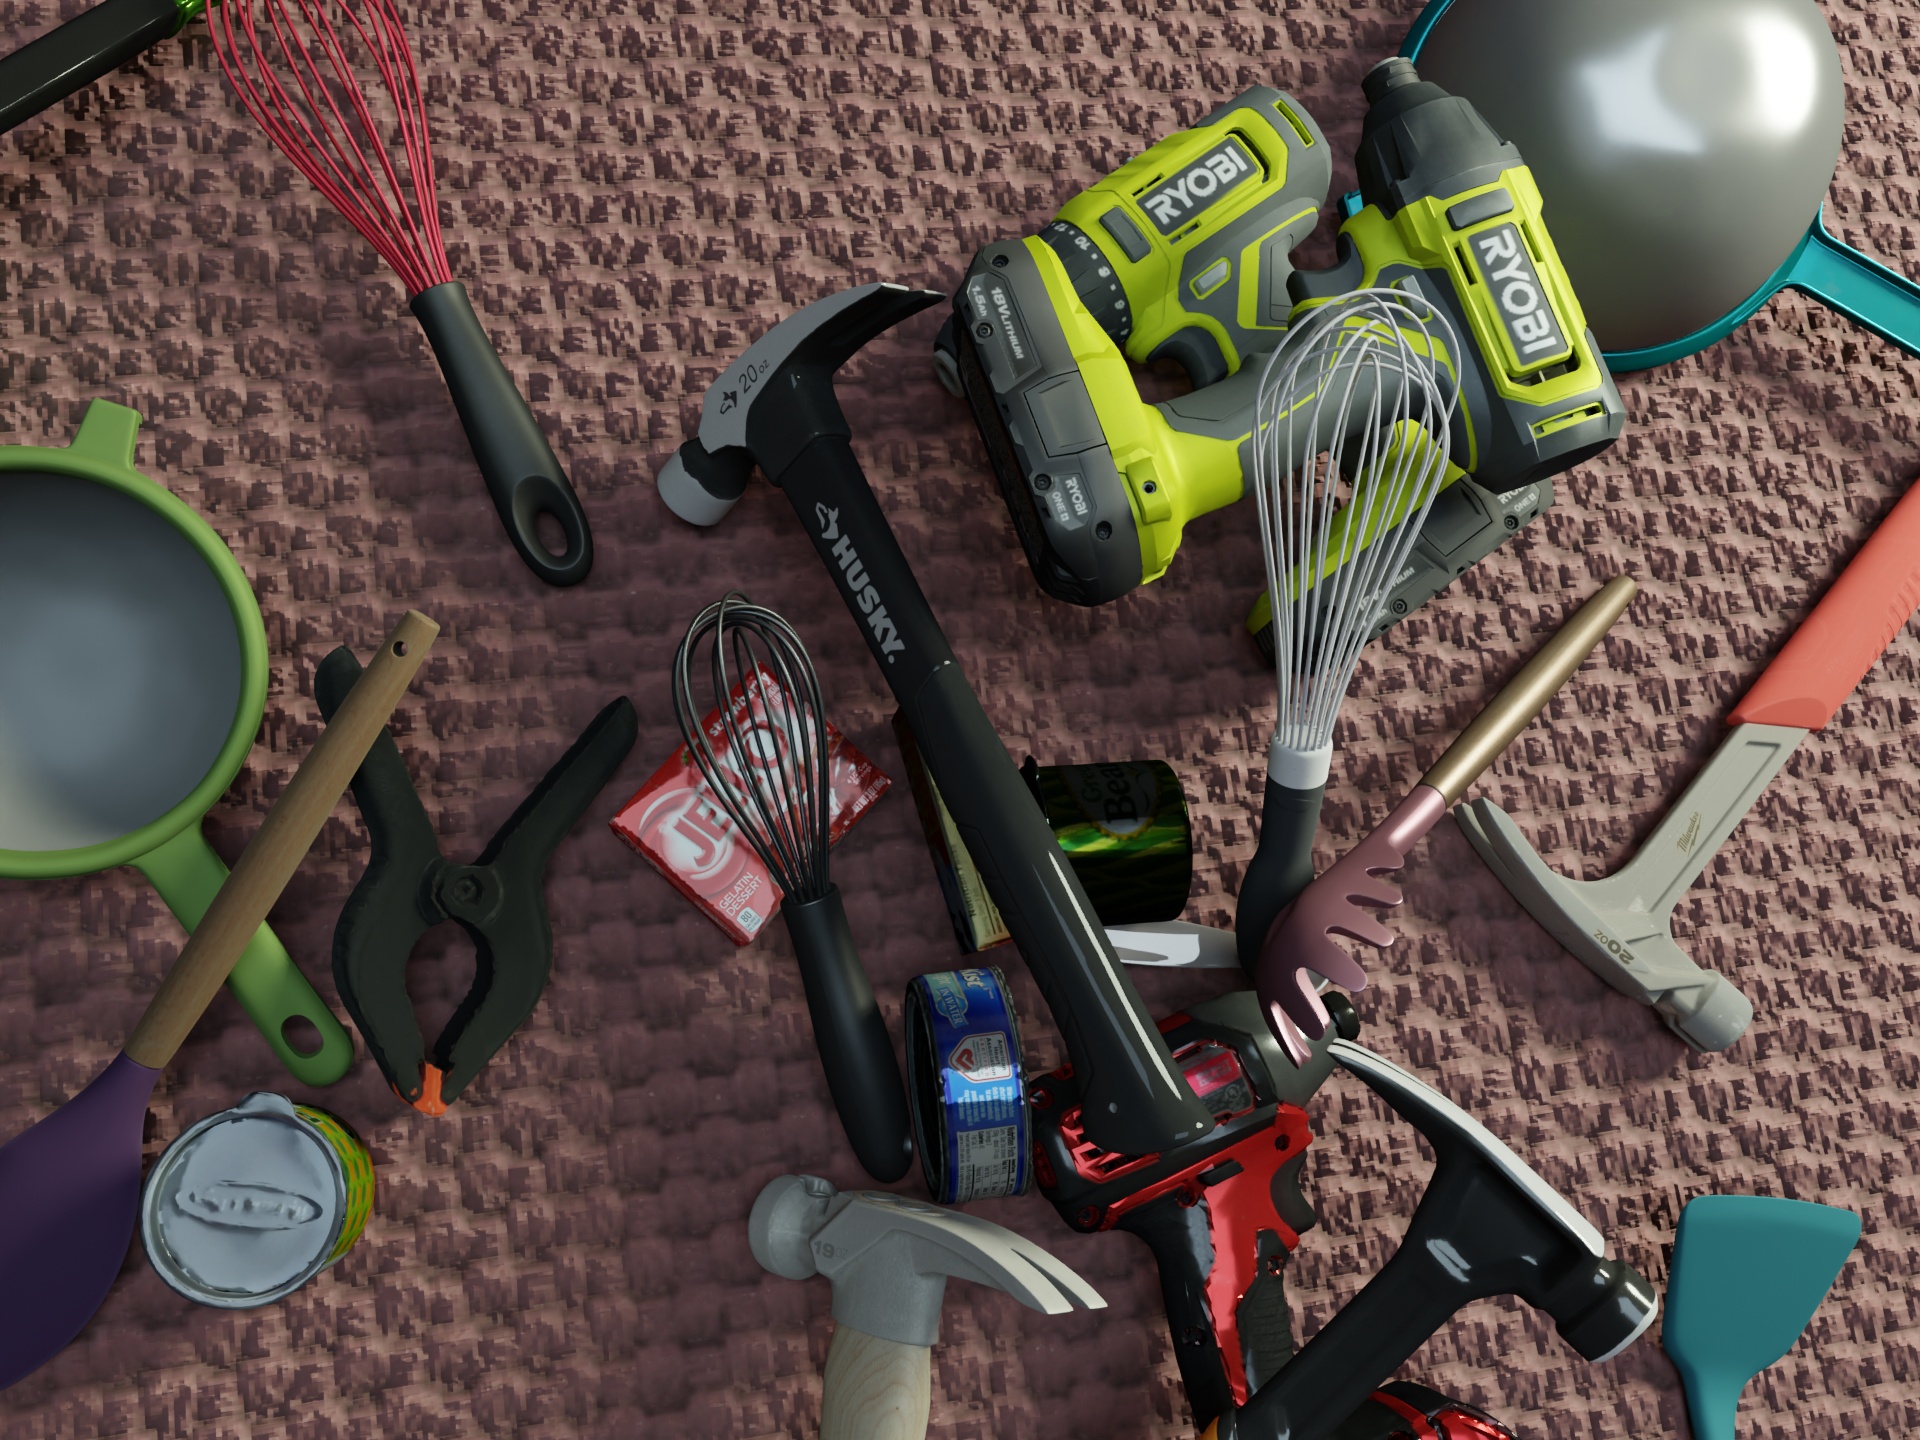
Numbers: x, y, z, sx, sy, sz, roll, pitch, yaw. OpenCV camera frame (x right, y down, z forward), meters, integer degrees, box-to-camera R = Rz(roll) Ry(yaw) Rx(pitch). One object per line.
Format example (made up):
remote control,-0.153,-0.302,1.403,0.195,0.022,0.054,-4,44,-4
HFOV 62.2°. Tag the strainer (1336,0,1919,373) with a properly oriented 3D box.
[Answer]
strainer,0.356,-0.235,0.701,0.340,0.095,0.211,30,90,0

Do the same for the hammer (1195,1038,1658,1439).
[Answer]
hammer,0.071,0.266,0.545,0.127,0.034,0.337,43,99,15

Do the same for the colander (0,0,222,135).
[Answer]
colander,-0.390,-0.150,0.574,0.094,0.204,0.397,54,55,-25

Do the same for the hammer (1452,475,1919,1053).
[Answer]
hammer,0.383,-0.030,0.722,0.149,0.036,0.359,44,76,1

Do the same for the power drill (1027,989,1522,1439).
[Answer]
power drill,0.125,0.215,0.610,0.143,0.078,0.220,-23,80,-13

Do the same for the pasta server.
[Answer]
pasta server,0.206,0.022,0.633,0.040,0.060,0.316,39,53,18

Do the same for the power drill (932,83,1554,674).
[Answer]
power drill,0.118,-0.135,0.677,0.190,0.080,0.228,-36,85,-10

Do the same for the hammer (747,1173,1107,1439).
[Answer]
hammer,-0.036,0.373,0.532,0.038,0.146,0.411,15,79,-46

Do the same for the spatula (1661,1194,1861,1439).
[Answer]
spatula,0.306,0.350,0.628,0.082,0.044,0.318,9,78,-12

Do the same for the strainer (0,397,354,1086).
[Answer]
strainer,-0.300,0.022,0.587,0.151,0.069,0.256,-32,103,-9

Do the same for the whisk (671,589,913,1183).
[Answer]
whisk,-0.056,0.067,0.591,0.055,0.055,0.239,-18,103,-13

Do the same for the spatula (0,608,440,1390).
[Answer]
spatula,-0.271,0.098,0.558,0.059,0.018,0.316,32,90,-7

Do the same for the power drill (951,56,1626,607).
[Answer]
power drill,0.116,-0.147,0.605,0.223,0.080,0.171,-20,83,-3

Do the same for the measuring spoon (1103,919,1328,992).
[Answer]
measuring spoon,0.093,0.093,0.661,0.124,0.018,0.034,7,84,-2

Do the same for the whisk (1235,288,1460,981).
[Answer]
whisk,0.125,-0.014,0.570,0.070,0.070,0.284,-5,123,-11

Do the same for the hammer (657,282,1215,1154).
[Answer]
hammer,-0.001,-0.002,0.571,0.035,0.146,0.335,-8,65,-49

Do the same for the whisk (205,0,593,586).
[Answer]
whisk,-0.220,-0.188,0.641,0.073,0.073,0.296,-26,91,-14
